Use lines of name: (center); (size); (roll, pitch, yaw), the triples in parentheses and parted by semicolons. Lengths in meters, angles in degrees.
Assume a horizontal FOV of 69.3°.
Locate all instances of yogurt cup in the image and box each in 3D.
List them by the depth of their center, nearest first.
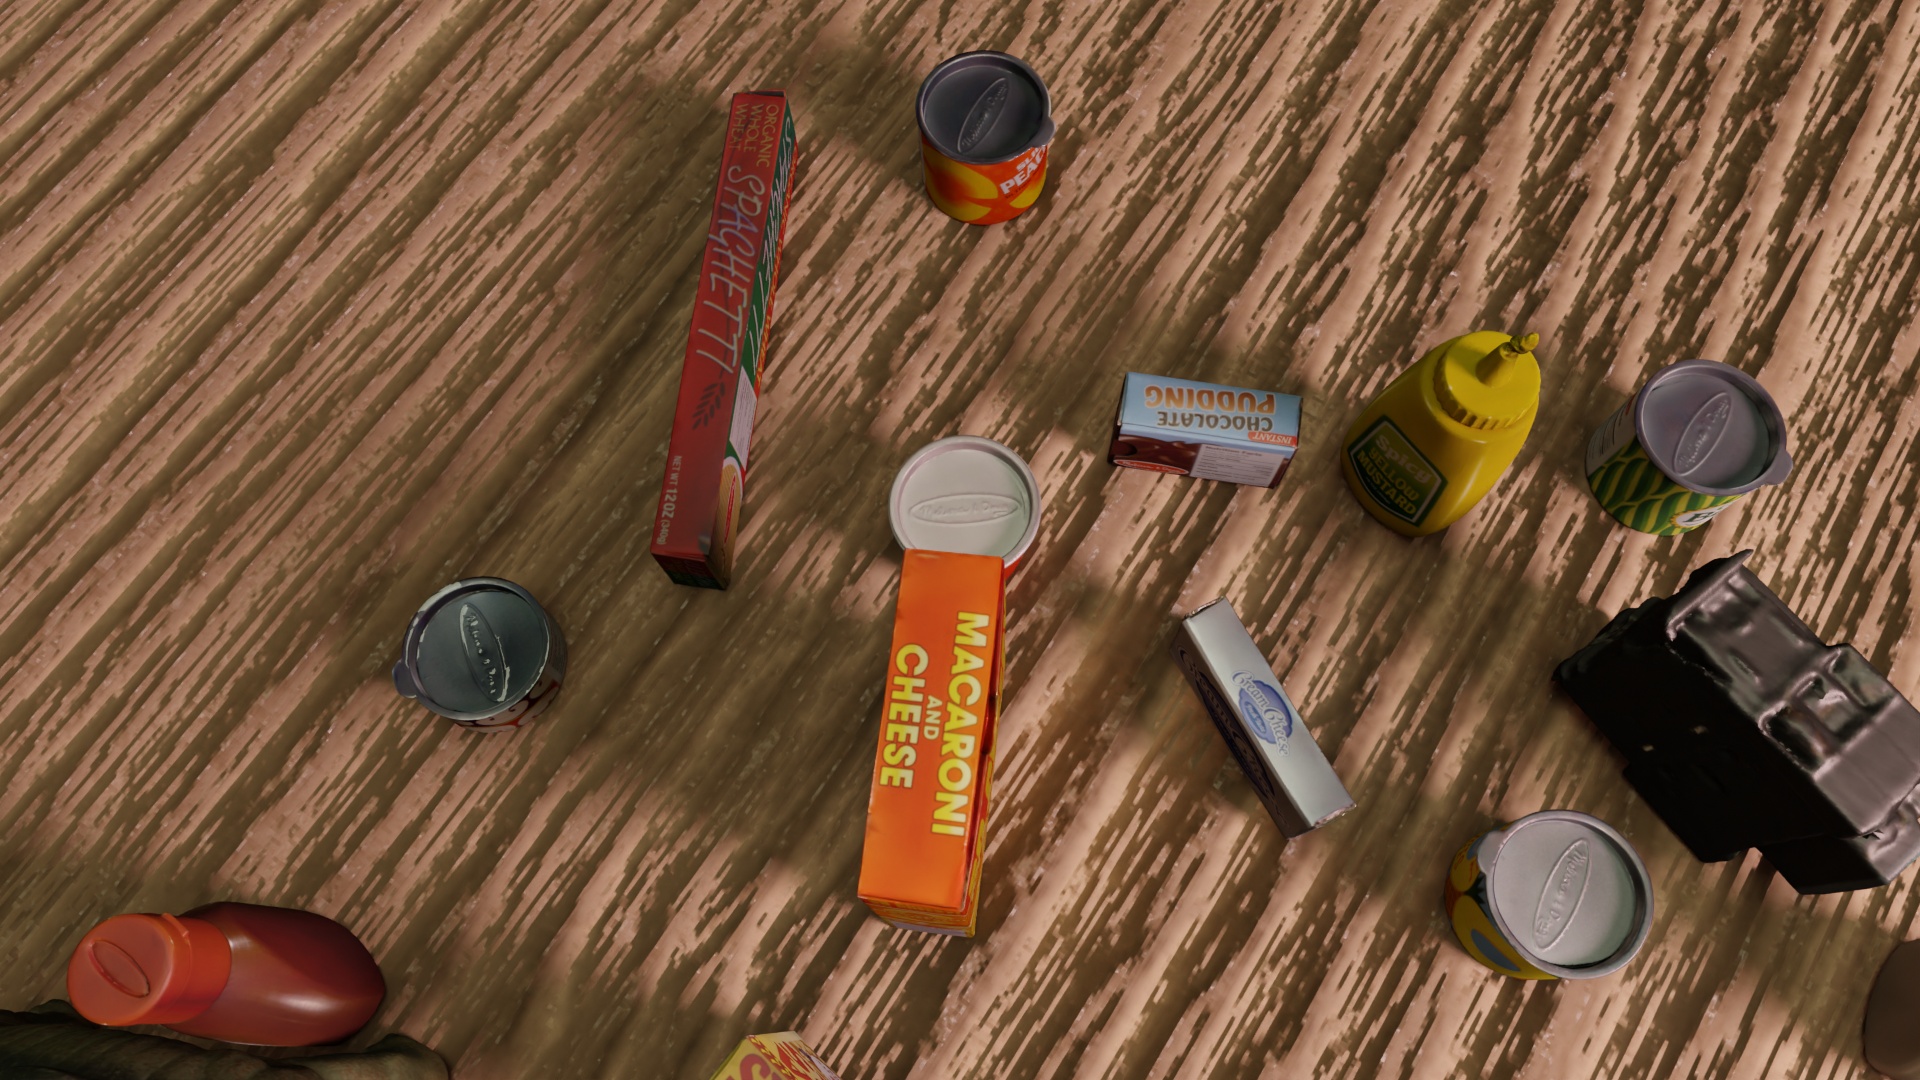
yogurt cup: (0.002, -0.008, 0.637); (0.072, 0.053, 0.072); (0, 71, 1)

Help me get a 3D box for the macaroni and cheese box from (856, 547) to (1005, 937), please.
macaroni and cheese box: (-0.006, 0.087, 0.545); (0.040, 0.166, 0.124); (6, 71, 3)

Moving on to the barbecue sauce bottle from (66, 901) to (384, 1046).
barbecue sauce bottle: (-0.278, 0.165, 0.532); (0.065, 0.148, 0.044); (36, 76, 12)

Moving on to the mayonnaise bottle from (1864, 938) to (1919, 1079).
mayonnaise bottle: (0.401, 0.178, 0.517); (0.041, 0.147, 0.065); (27, 74, 10)

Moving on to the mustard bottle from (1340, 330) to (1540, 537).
mustard bottle: (0.209, -0.051, 0.593); (0.049, 0.159, 0.065); (-37, 75, -11)

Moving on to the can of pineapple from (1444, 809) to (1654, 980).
can of pineapple: (0.241, 0.147, 0.578); (0.071, 0.057, 0.071); (0, 71, 1)

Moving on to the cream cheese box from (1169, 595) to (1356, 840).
cream cheese box: (0.129, 0.079, 0.606); (0.024, 0.053, 0.104); (-27, 73, -8)

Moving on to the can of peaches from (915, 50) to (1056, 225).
can of peaches: (0.014, -0.201, 0.702); (0.071, 0.058, 0.071); (0, 71, 1)

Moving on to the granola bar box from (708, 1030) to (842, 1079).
granola bar box: (-0.024, 0.254, 0.510); (0.166, 0.124, 0.039); (40, 77, 13)

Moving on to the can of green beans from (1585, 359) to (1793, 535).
can of green beans: (0.333, -0.042, 0.642); (0.071, 0.057, 0.071); (0, 71, 1)

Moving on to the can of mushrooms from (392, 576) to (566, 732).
can of mushrooms: (-0.217, 0.053, 0.630); (0.071, 0.033, 0.071); (0, 71, 1)

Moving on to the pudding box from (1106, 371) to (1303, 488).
pudding box: (0.114, -0.051, 0.653); (0.084, 0.049, 0.030); (8, 72, 4)

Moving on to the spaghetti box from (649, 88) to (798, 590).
spaghetti box: (-0.111, -0.102, 0.674); (0.029, 0.050, 0.251); (5, 71, 3)
